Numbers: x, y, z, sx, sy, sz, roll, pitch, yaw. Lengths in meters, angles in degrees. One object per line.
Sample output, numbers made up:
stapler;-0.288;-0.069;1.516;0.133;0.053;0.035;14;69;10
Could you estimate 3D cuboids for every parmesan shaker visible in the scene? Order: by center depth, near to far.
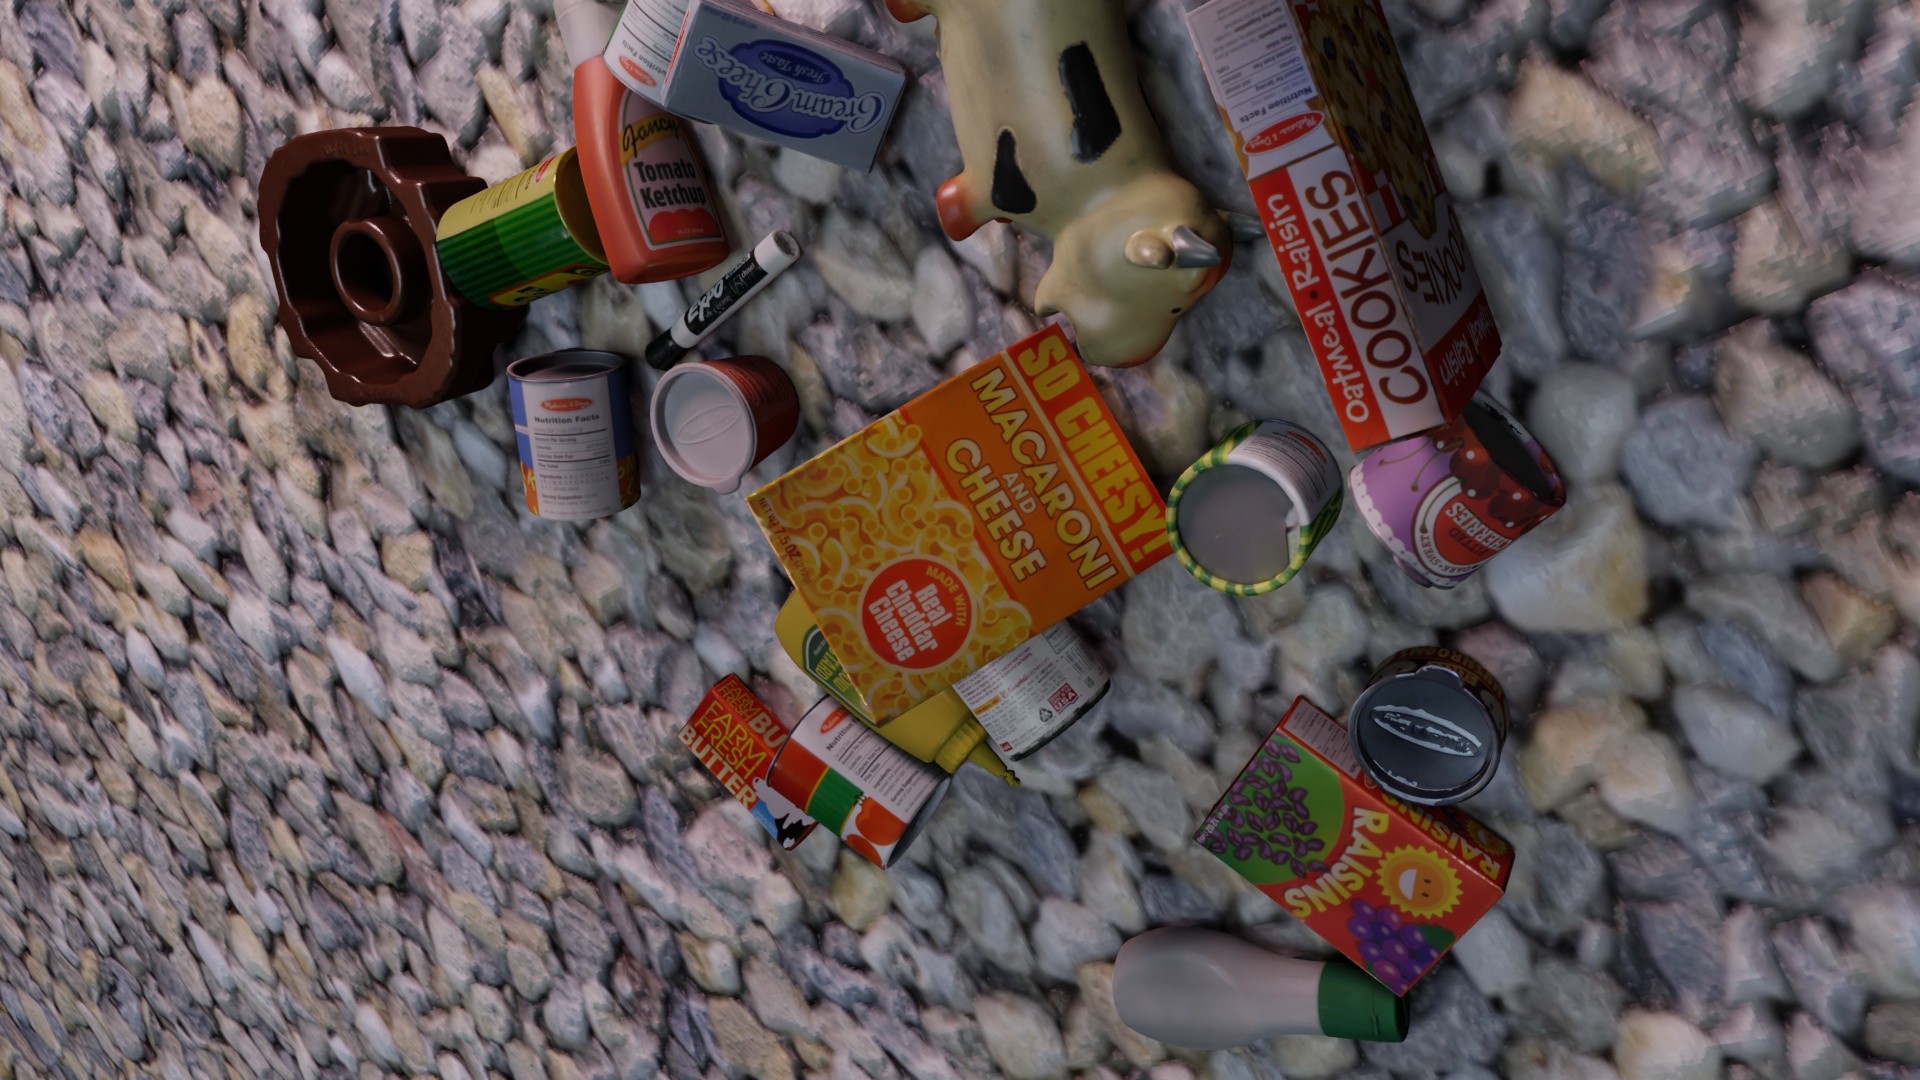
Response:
parmesan shaker;-0.225;-0.170;0.758;0.103;0.071;0.071;-11;104;35

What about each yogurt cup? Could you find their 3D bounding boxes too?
yogurt cup;-0.124;-0.068;0.748;0.072;0.054;0.072;11;114;25

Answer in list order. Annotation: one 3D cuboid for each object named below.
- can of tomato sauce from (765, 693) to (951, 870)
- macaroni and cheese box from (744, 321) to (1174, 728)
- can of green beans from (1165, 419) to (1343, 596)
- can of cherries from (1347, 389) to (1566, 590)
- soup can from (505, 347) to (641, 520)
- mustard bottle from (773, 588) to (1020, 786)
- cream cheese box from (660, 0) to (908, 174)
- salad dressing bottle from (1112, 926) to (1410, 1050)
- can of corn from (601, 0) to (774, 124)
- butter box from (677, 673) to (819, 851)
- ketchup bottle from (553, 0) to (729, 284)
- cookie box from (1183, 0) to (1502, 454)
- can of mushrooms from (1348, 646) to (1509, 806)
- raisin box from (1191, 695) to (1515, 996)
can of tomato sauce;-0.057;0.137;0.785;0.083;0.071;0.070;34;122;13
macaroni and cheese box;0.002;-0.008;0.654;0.166;0.040;0.123;-30;90;-4
can of green beans;0.132;-0.015;0.623;0.071;0.058;0.071;11;114;25
can of cherries;0.205;-0.021;0.573;0.071;0.072;0.058;48;123;4
soup can;-0.221;-0.062;0.800;0.071;0.072;0.083;10;115;26
mustard bottle;-0.028;0.079;0.756;0.160;0.049;0.065;41;125;9
cream cheese box;-0.082;-0.213;0.648;0.104;0.024;0.053;13;124;-23
salad dressing bottle;0.154;0.235;0.720;0.147;0.044;0.064;-5;105;29
can of corn;-0.130;-0.246;0.674;0.071;0.071;0.058;40;118;9
butter box;-0.122;0.135;0.846;0.103;0.024;0.053;45;125;6
ketchup bottle;-0.170;-0.209;0.716;0.043;0.065;0.148;-16;92;44
cookie box;0.152;-0.130;0.527;0.040;0.123;0.167;-18;100;34
can of mushrooms;0.214;0.082;0.631;0.071;0.033;0.070;11;115;26
raisin box;0.187;0.147;0.669;0.123;0.040;0.085;36;122;14
